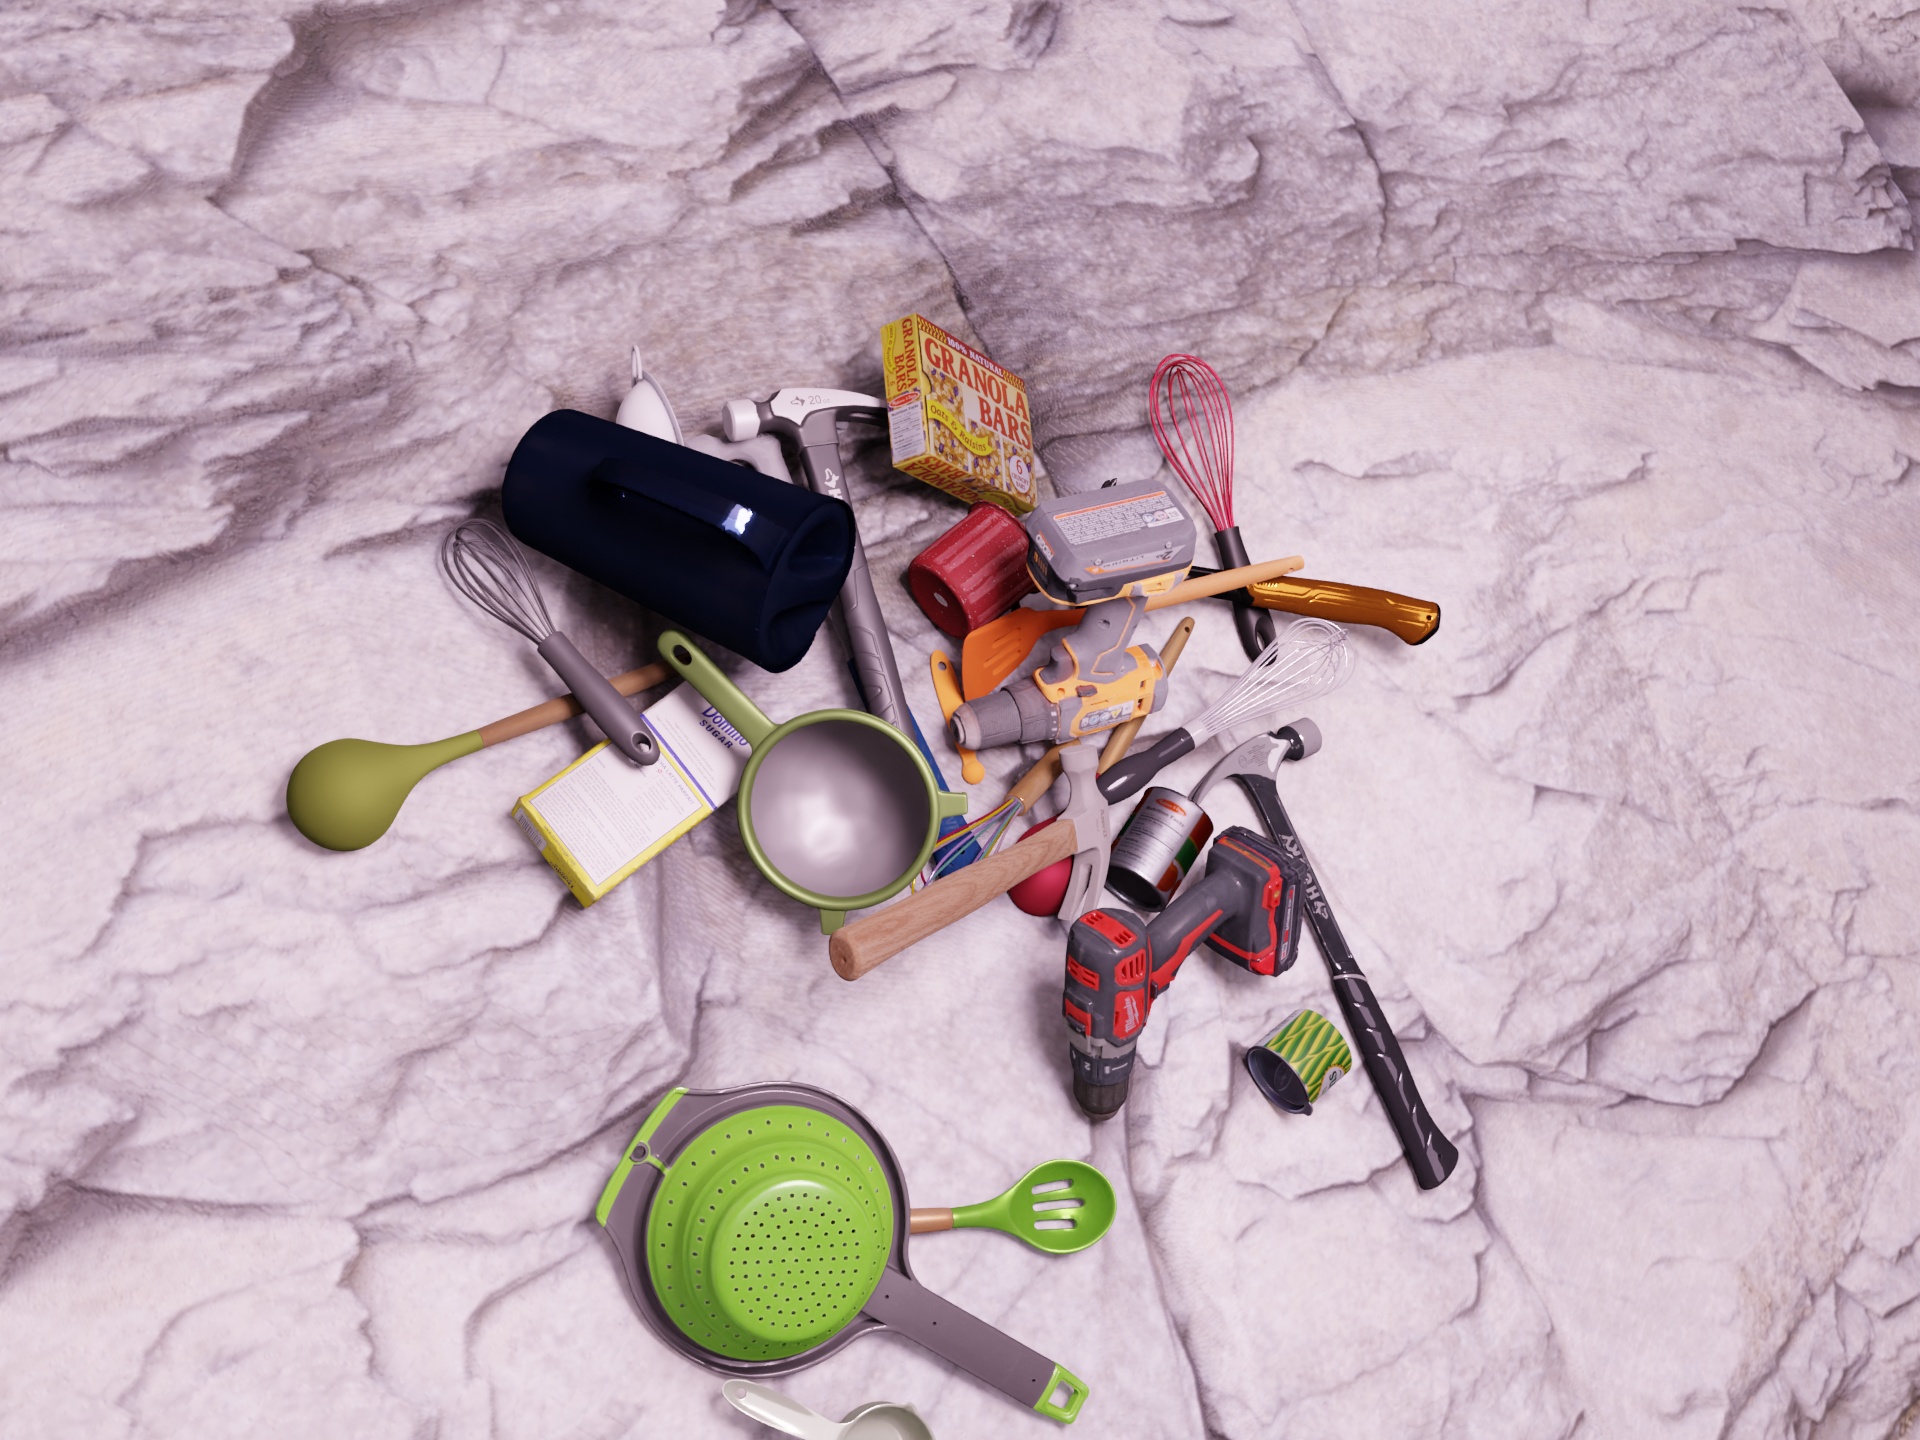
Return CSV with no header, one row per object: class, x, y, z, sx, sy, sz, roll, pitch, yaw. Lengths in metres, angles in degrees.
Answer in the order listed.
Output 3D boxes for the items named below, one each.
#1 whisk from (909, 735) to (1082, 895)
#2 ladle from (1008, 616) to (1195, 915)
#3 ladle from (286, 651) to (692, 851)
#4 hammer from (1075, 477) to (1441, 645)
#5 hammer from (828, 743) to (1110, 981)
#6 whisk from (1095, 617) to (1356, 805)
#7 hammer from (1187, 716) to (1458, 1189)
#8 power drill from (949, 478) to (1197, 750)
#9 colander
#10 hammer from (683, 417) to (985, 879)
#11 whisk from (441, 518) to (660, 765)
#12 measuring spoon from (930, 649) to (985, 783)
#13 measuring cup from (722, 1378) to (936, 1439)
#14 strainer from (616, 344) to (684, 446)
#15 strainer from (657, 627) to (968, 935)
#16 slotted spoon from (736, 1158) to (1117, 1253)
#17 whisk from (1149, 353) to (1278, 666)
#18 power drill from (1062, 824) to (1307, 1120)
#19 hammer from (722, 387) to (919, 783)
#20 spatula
whisk,0.032,0.075,1.252,0.047,0.051,0.245,51,46,-4
ladle,0.130,0.030,1.347,0.069,0.031,0.315,37,63,-10
ladle,-0.330,0.008,1.164,0.320,0.062,0.078,-24,83,-33
hammer,0.268,-0.122,1.402,0.336,0.034,0.127,9,90,-12
hammer,0.019,0.119,1.162,0.331,0.031,0.130,-22,105,-52
whisk,0.221,-0.006,1.342,0.284,0.070,0.070,-31,88,-18
hammer,0.324,0.206,1.369,0.149,0.036,0.409,-21,84,-25
power drill,0.085,-0.068,1.249,0.185,0.226,0.084,-15,51,-18
colander,-0.058,0.401,1.107,0.397,0.094,0.204,35,77,-14
hammer,-0.079,-0.065,1.283,0.144,0.035,0.405,-24,85,-26
whisk,-0.297,-0.058,1.166,0.055,0.055,0.239,-37,80,-27
measuring spoon,-0.002,-0.004,1.309,0.021,0.011,0.117,-13,80,-25
measuring cup,-0.095,0.498,1.113,0.167,0.038,0.083,29,66,-10
strainer,-0.210,-0.168,1.244,0.050,0.087,0.258,-32,99,-22
strainer,-0.123,0.024,1.183,0.256,0.069,0.151,45,101,-1
slotted spoon,-0.032,0.369,1.181,0.313,0.031,0.070,2,77,-20
whisk,0.234,-0.190,1.438,0.073,0.073,0.296,-16,88,-25
power drill,0.169,0.201,1.256,0.226,0.080,0.187,-26,129,-34
hammer,-0.078,-0.106,1.256,0.146,0.035,0.335,-12,80,-23
spatula,0.147,-0.090,1.337,0.322,0.081,0.041,-15,47,-12
